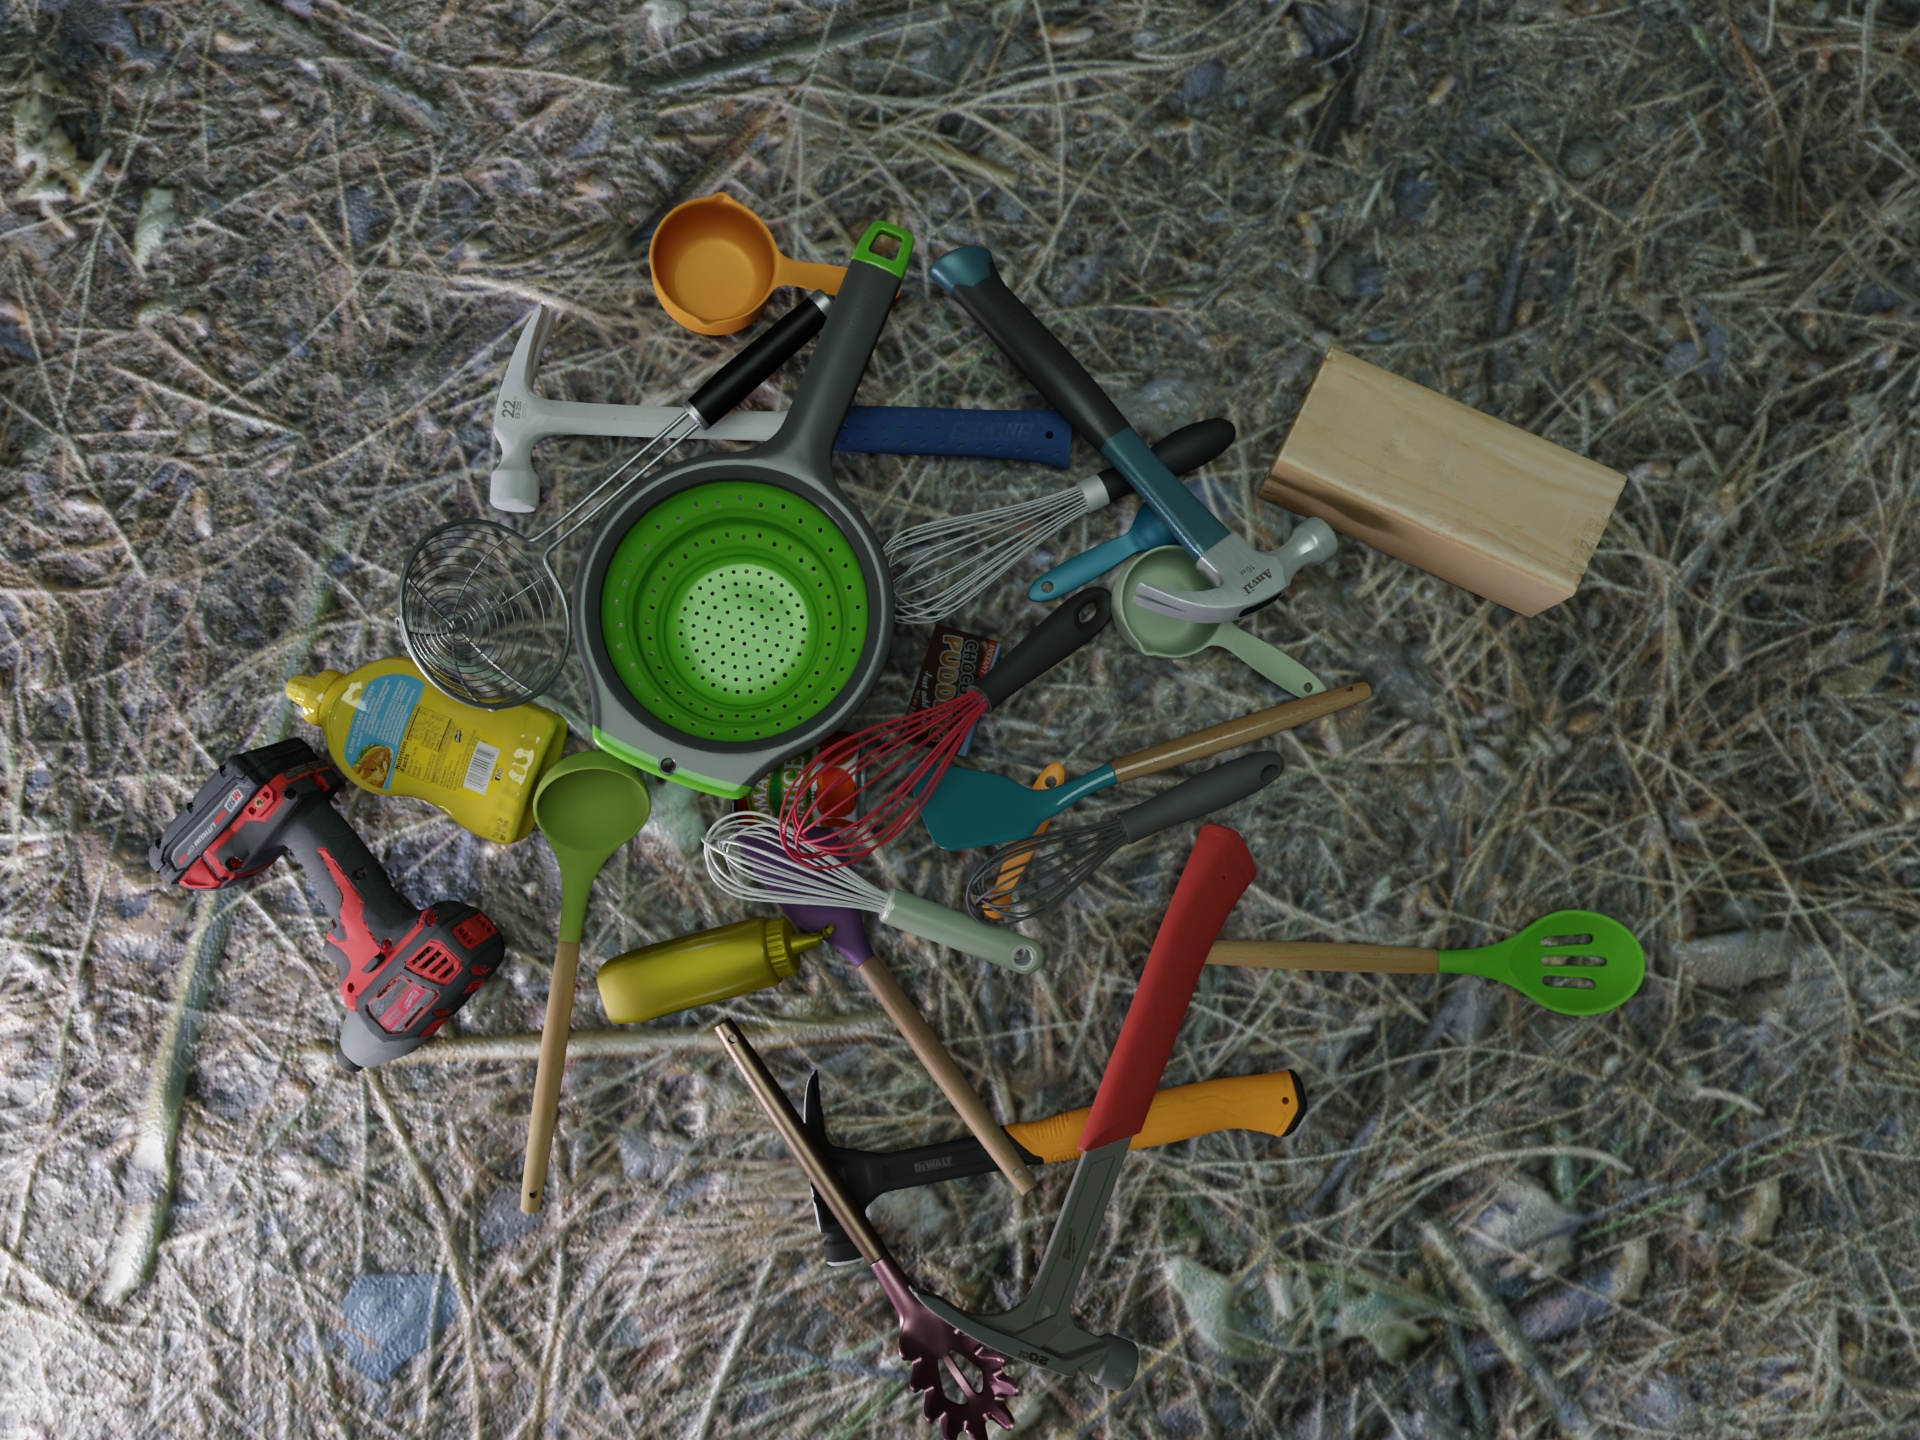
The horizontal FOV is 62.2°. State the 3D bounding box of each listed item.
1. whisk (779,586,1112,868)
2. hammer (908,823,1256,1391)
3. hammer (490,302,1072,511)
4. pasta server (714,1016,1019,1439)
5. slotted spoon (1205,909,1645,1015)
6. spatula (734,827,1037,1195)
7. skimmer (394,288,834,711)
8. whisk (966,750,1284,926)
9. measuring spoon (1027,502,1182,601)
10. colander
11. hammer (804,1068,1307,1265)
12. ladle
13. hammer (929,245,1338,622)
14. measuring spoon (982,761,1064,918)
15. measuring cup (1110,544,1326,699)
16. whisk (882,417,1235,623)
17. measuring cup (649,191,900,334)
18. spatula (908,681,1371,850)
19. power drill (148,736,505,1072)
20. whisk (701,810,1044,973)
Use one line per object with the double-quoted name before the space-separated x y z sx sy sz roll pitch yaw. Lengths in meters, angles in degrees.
"whisk" -0.002 -0.003 1.042 0.296 0.073 0.073 -38 84 -24
"hammer" 0.100 0.231 1.024 0.149 0.036 0.359 25 76 -8
"hammer" -0.125 -0.212 1.114 0.405 0.035 0.144 3 86 3
"pasta server" -0.068 0.328 1.035 0.060 0.040 0.316 -34 85 -12
"slotted spoon" 0.294 0.159 1.069 0.314 0.031 0.070 1 85 5
"spatula" -0.046 0.181 1.066 0.060 0.018 0.316 -35 74 -7
"skimmer" -0.214 -0.157 1.052 0.363 0.090 0.127 -42 117 -3
"whisk" 0.112 0.076 1.071 0.239 0.055 0.055 -24 85 -7
"measuring spoon" 0.104 -0.117 1.101 0.128 0.021 0.042 -28 85 -1
"colander" -0.117 -0.142 1.064 0.204 0.094 0.397 22 82 -2
"hammer" 0.063 0.272 1.068 0.337 0.034 0.127 -11 86 2
"ladle" -0.269 0.179 1.082 0.078 0.062 0.320 9 89 -19
"hammer" 0.097 -0.199 1.068 0.128 0.033 0.331 -36 76 -13
"measuring spoon" 0.044 0.082 1.094 0.021 0.011 0.117 24 87 4
"measuring cup" 0.177 -0.057 1.093 0.167 0.038 0.083 31 82 -12
"whisk" 0.062 -0.143 1.091 0.284 0.070 0.070 -26 85 -4
"measuring cup" -0.131 -0.309 1.119 0.173 0.052 0.095 7 86 -12
"spatula" 0.126 0.021 1.065 0.317 0.044 0.082 -18 44 -4
"power drill" -0.428 0.130 1.079 0.219 0.078 0.143 45 104 0
"whisk" -0.056 0.120 1.061 0.246 0.059 0.058 22 93 -11
